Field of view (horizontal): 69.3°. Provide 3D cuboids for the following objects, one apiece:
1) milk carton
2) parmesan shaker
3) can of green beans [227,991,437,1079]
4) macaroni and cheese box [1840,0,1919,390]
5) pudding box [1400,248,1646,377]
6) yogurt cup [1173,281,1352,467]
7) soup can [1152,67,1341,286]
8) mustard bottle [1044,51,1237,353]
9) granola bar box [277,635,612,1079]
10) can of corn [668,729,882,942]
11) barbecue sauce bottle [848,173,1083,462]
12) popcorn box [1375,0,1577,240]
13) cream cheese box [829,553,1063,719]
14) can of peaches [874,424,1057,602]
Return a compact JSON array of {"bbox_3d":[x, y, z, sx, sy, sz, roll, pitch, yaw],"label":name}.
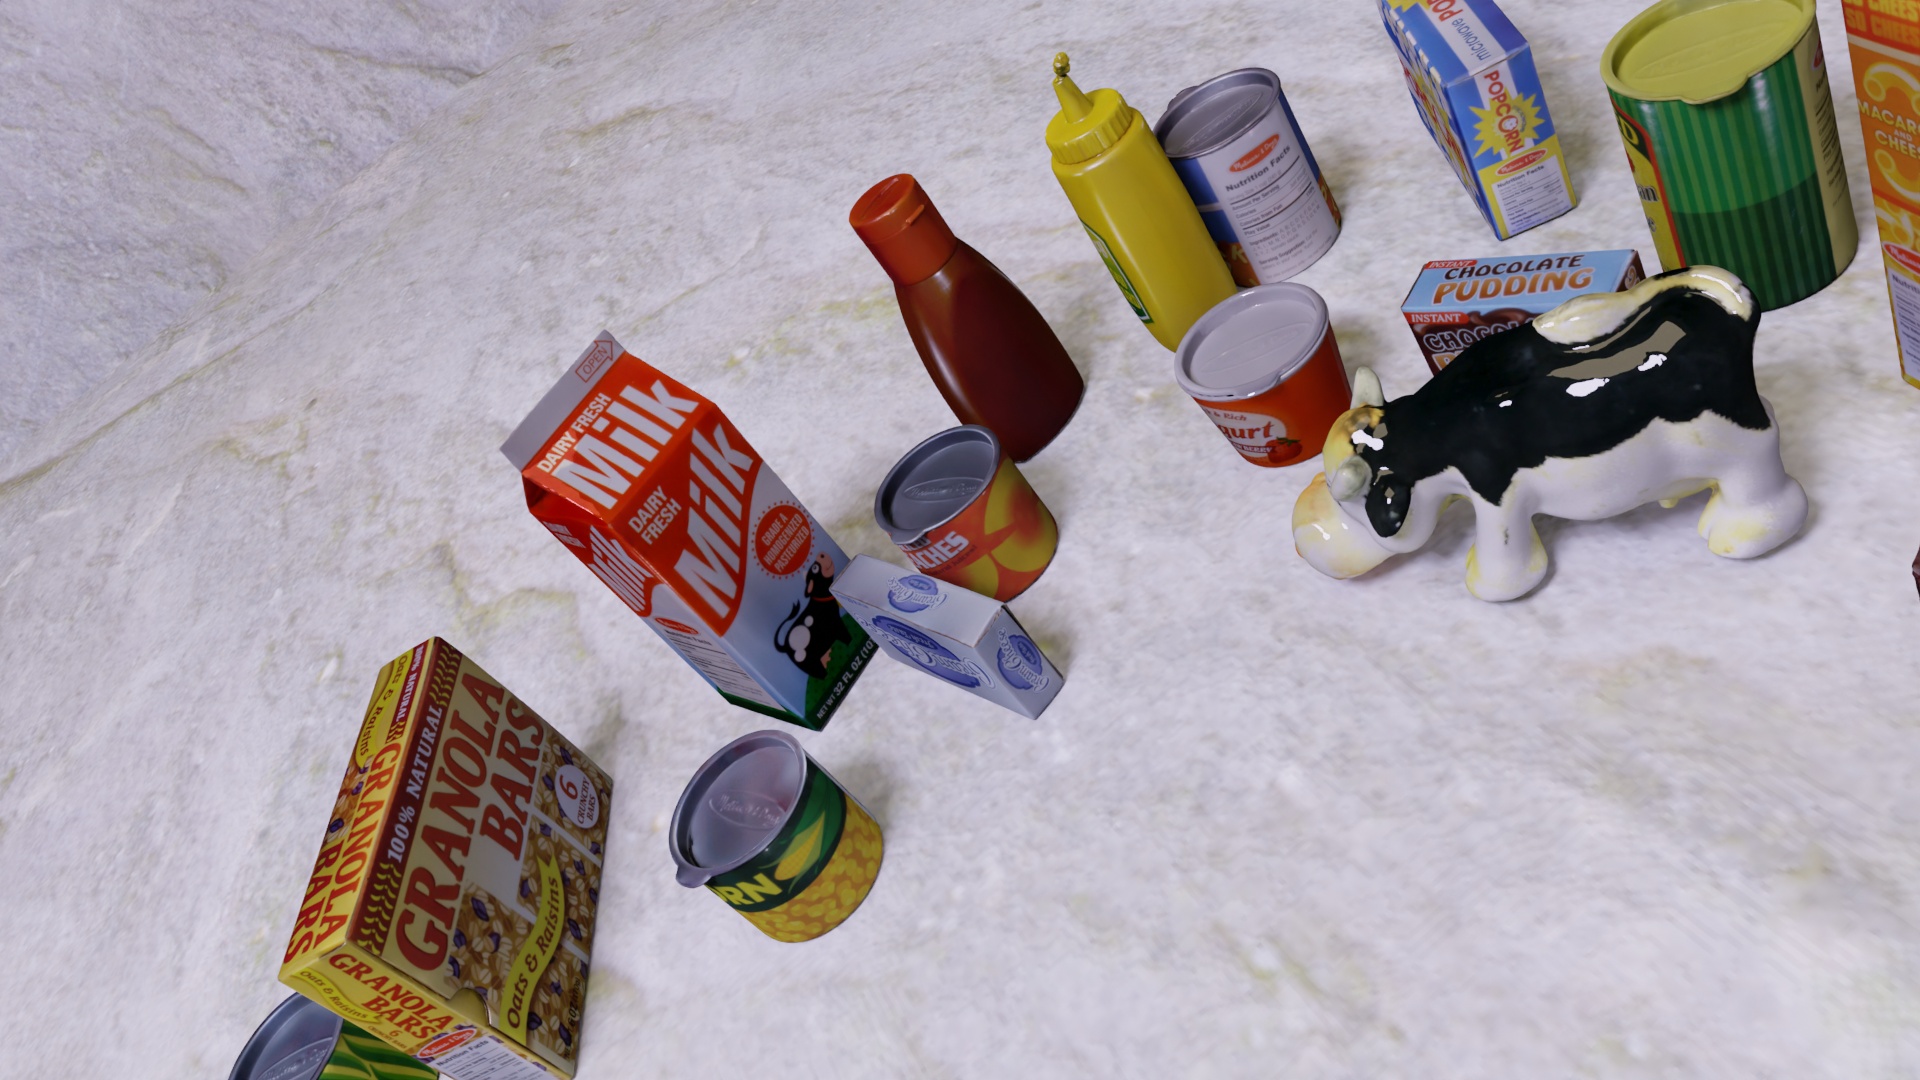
[{"bbox_3d":[-0.119,-0.002,0.621,0.073,0.190,0.072,8,56,46],"label":"milk carton"},{"bbox_3d":[0.278,-0.138,0.500,0.071,0.102,0.072,-24,38,20],"label":"parmesan shaker"},{"bbox_3d":[-0.274,0.237,0.607,0.071,0.057,0.071,-24,38,20],"label":"can of green beans"},{"bbox_3d":[0.325,-0.130,0.395,0.123,0.166,0.040,-35,35,6],"label":"macaroni and cheese box"},{"bbox_3d":[0.221,-0.084,0.536,0.083,0.049,0.030,8,56,46],"label":"pudding box"},{"bbox_3d":[0.132,-0.068,0.592,0.072,0.053,0.073,-24,38,20],"label":"yogurt cup"},{"bbox_3d":[0.140,-0.178,0.681,0.071,0.083,0.072,-24,38,20],"label":"soup can"},{"bbox_3d":[0.078,-0.159,0.648,0.049,0.159,0.065,-35,36,6],"label":"mustard bottle"},{"bbox_3d":[-0.212,0.139,0.604,0.039,0.124,0.166,-28,37,15],"label":"granola bar box"},{"bbox_3d":[-0.075,0.122,0.560,0.071,0.058,0.071,-24,38,20],"label":"can of corn"},{"bbox_3d":[0.002,-0.108,0.668,0.044,0.148,0.065,17,63,49],"label":"barbecue sauce bottle"},{"bbox_3d":[0.231,-0.206,0.631,0.038,0.085,0.127,-25,38,19],"label":"popcorn box"},{"bbox_3d":[-0.007,0.040,0.595,0.104,0.053,0.024,17,63,49],"label":"cream cheese box"},{"bbox_3d":[0.002,-0.008,0.636,0.071,0.058,0.071,-24,38,20],"label":"can of peaches"}]
